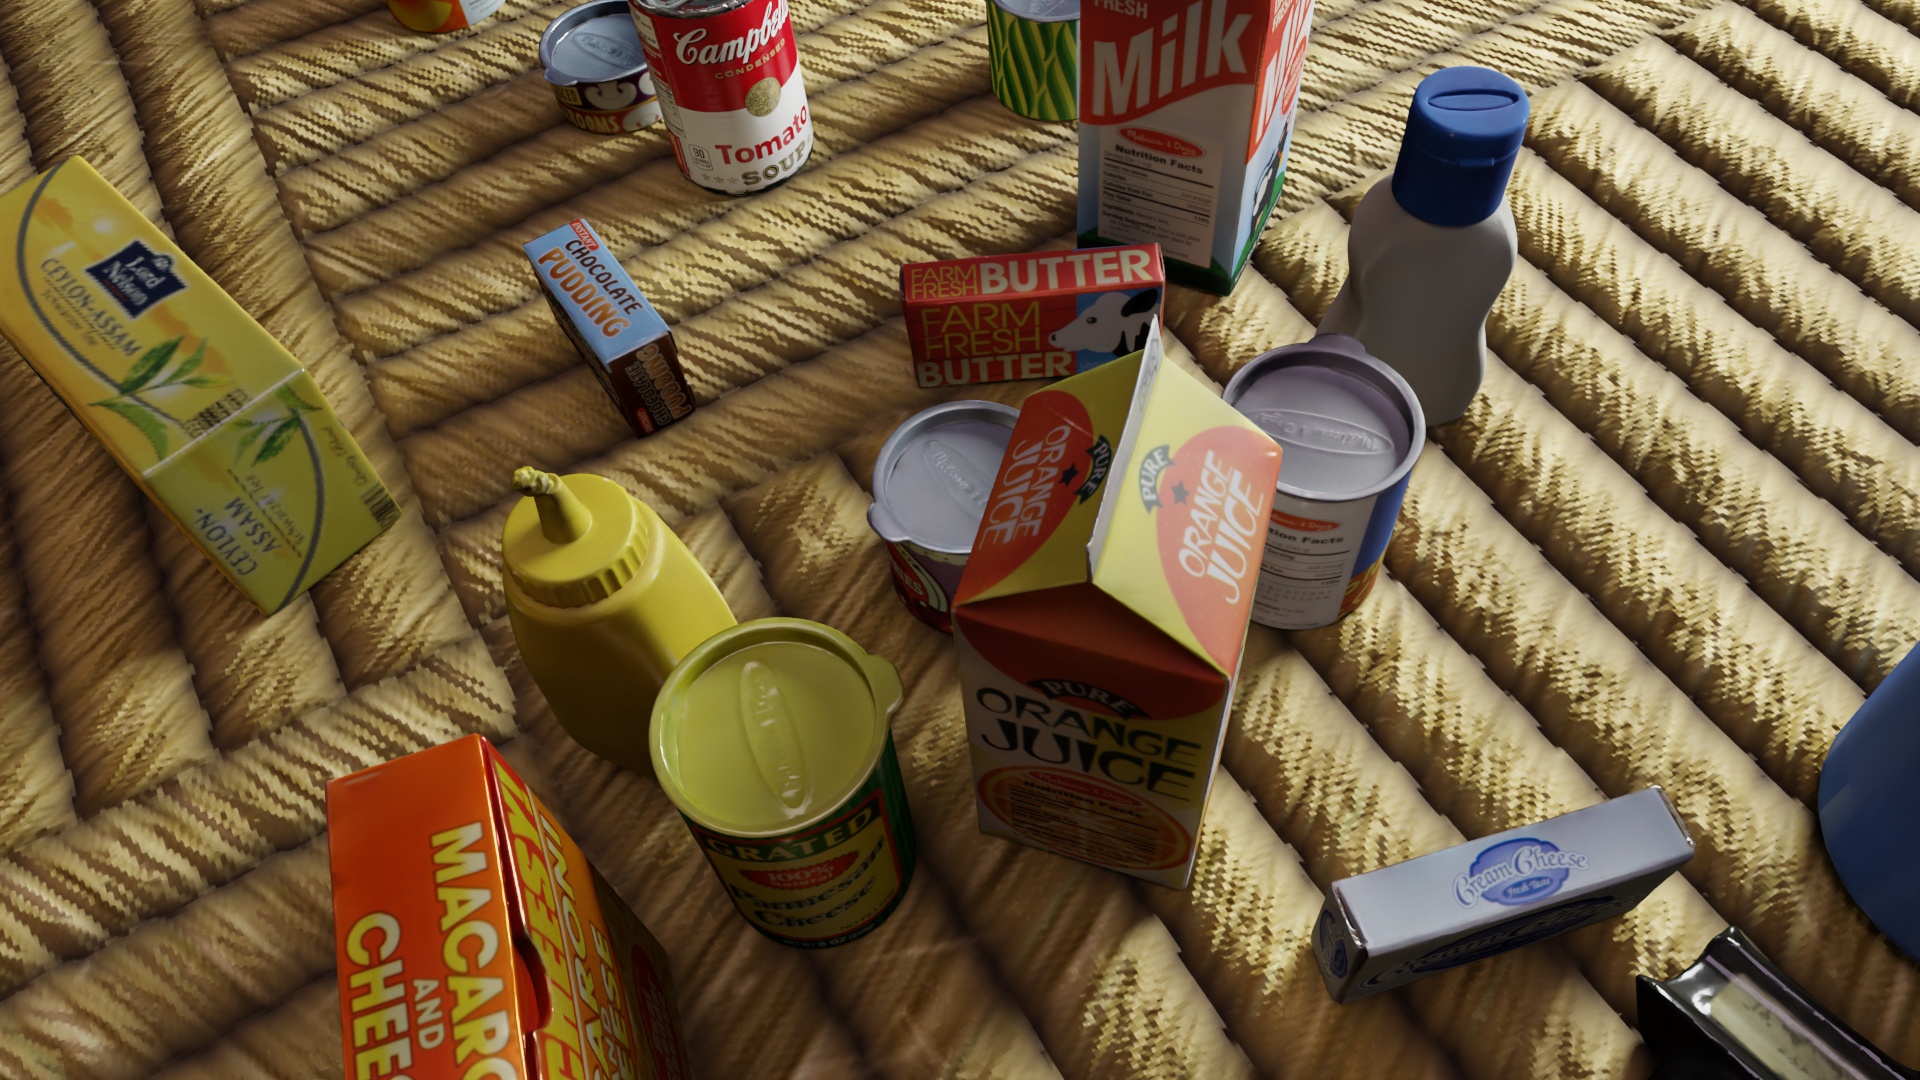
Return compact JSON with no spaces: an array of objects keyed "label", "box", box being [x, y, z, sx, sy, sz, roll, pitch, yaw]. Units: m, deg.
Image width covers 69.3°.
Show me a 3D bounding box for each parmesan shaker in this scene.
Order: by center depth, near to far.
[{"label":"parmesan shaker","box":[-0.047,0.077,0.422,0.071,0.102,0.071,-2,56,3]}]

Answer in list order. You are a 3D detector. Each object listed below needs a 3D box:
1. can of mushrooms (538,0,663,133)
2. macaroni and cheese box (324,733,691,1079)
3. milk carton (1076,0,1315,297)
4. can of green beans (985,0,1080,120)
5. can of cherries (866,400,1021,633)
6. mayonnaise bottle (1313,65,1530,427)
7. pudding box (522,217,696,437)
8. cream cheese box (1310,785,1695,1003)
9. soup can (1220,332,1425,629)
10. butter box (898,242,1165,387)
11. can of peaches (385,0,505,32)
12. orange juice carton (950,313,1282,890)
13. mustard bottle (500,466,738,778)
[{"label":"can of mushrooms","box":[-0.171,-0.232,0.680,0.071,0.033,0.071,-2,56,3]},{"label":"macaroni and cheese box","box":[-0.099,0.139,0.346,0.040,0.165,0.124,-17,57,-7]},{"label":"milk carton","box":[0.092,-0.193,0.541,0.073,0.189,0.073,20,60,17]},{"label":"can of green beans","box":[0.045,-0.242,0.657,0.071,0.057,0.071,-2,56,3]},{"label":"can of cherries","box":[0.002,-0.006,0.501,0.071,0.058,0.072,-2,56,3]},{"label":"mayonnaise bottle","box":[0.166,-0.098,0.497,0.065,0.147,0.041,-1,56,4]},{"label":"pudding box","box":[-0.144,-0.089,0.572,0.030,0.049,0.084,-31,59,-15]},{"label":"cream cheese box","box":[0.159,0.107,0.416,0.104,0.053,0.024,-15,57,-6]},{"label":"soup can","box":[0.121,-0.019,0.486,0.071,0.083,0.072,-2,56,3]},{"label":"butter box","box":[0.029,-0.090,0.558,0.103,0.053,0.024,-4,56,2]},{"label":"can of peaches","box":[-0.278,-0.310,0.726,0.071,0.057,0.071,-2,56,3]},{"label":"orange juice carton","box":[0.044,0.026,0.396,0.073,0.191,0.072,13,58,13]},{"label":"mustard bottle","box":[-0.105,0.023,0.428,0.065,0.159,0.049,6,57,9]}]
